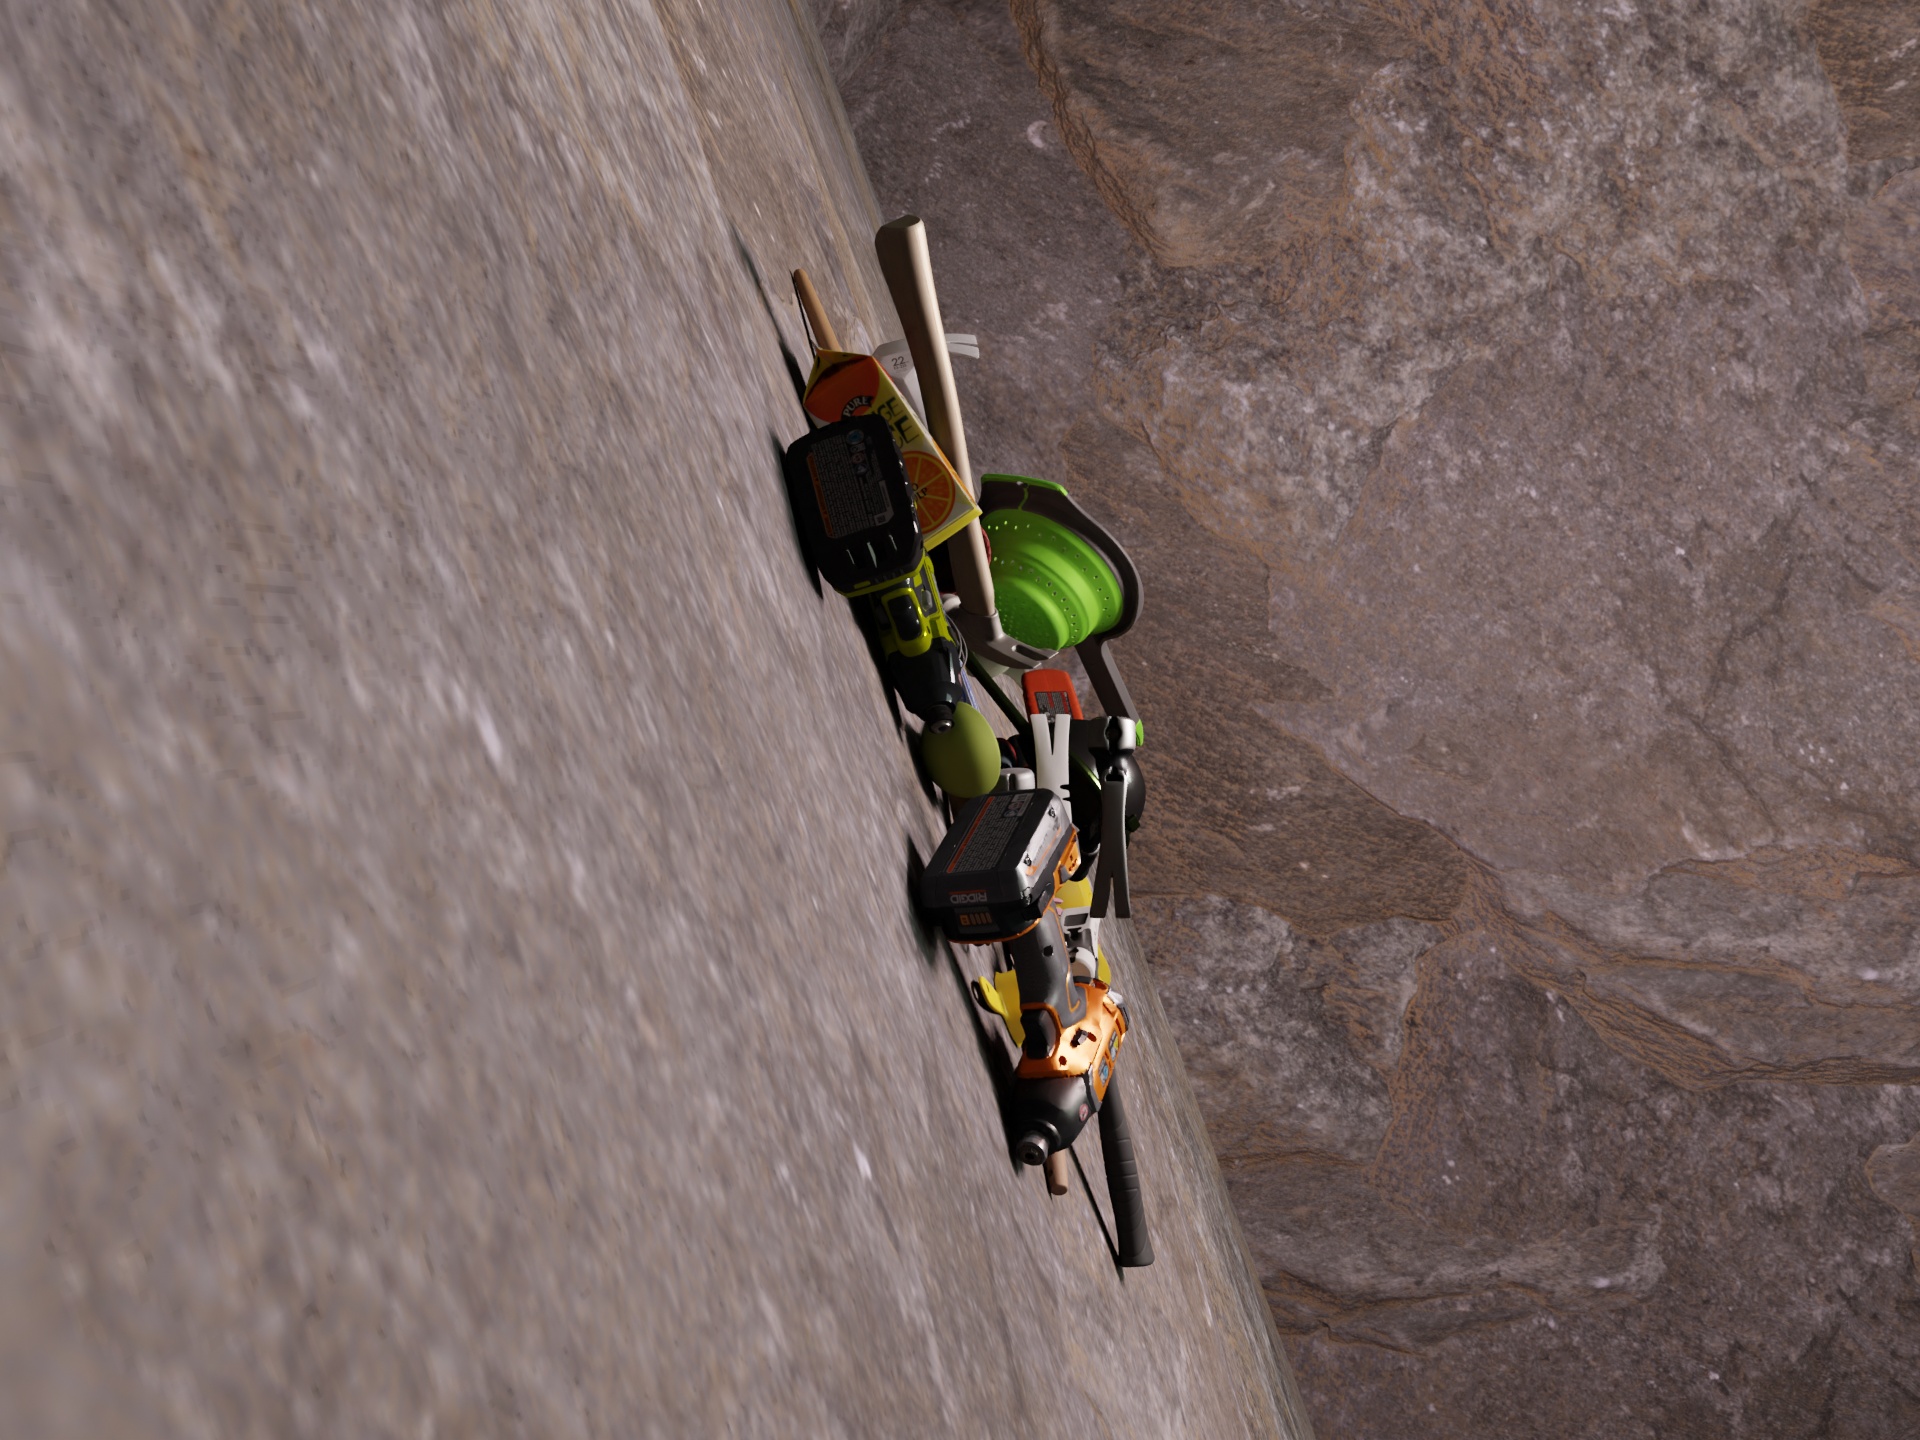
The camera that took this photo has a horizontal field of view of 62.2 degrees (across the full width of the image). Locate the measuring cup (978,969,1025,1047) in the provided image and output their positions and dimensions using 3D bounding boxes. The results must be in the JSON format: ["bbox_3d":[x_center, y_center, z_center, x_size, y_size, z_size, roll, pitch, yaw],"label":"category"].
[{"bbox_3d":[0.040,0.208,1.199,0.156,0.029,0.062,57,15,-70],"label":"measuring cup"}]

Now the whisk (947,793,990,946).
[{"bbox_3d":[0.011,0.094,1.254,0.047,0.051,0.245,60,8,-28],"label":"whisk"}]

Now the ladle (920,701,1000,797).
[{"bbox_3d":[-0.002,-0.004,1.376,0.320,0.062,0.078,-93,173,-77],"label":"ladle"}]

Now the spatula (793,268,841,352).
[{"bbox_3d":[-0.114,-0.296,1.457,0.082,0.044,0.318,55,12,-62],"label":"spatula"}]

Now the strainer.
[{"bbox_3d":[0.095,0.009,1.517,0.256,0.069,0.151,51,-13,8],"label":"strainer"}]

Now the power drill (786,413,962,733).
[{"bbox_3d":[-0.051,-0.103,1.177,0.223,0.080,0.171,66,7,-59],"label":"power drill"}]

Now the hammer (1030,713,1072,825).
[{"bbox_3d":[0.080,0.107,1.489,0.336,0.034,0.127,88,1,-70],"label":"hammer"}]

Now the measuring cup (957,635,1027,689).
[{"bbox_3d":[0.057,-0.051,1.726,0.167,0.083,0.038,44,13,-2],"label":"measuring cup"}]

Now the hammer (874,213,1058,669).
[{"bbox_3d":[-0.003,-0.229,1.375,0.146,0.038,0.410,28,-39,43],"label":"hammer"}]

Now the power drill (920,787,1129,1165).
[{"bbox_3d":[0.048,0.179,1.084,0.164,0.084,0.226,-57,134,-55],"label":"power drill"}]

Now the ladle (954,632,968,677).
[{"bbox_3d":[-0.028,-0.148,1.699,0.069,0.031,0.316,21,50,-63],"label":"ladle"}]

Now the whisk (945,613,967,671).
[{"bbox_3d":[-0.042,-0.116,1.426,0.055,0.055,0.239,63,5,-47],"label":"whisk"}]

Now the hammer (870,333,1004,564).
[{"bbox_3d":[0.002,-0.240,1.671,0.405,0.144,0.035,62,16,-48],"label":"hammer"}]

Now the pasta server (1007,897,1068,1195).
[{"bbox_3d":[0.068,0.251,1.279,0.040,0.060,0.317,22,31,-19],"label":"pasta server"}]

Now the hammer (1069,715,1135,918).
[{"bbox_3d":[0.113,0.106,1.363,0.408,0.036,0.149,89,2,-79],"label":"hammer"}]

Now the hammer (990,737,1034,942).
[{"bbox_3d":[0.043,0.087,1.469,0.386,0.038,0.143,-94,180,-82],"label":"hammer"}]

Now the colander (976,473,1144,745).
[{"bbox_3d":[0.107,-0.080,1.678,0.094,0.205,0.396,-53,137,-25],"label":"colander"}]

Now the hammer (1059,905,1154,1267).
[{"bbox_3d":[0.123,0.312,1.329,0.146,0.035,0.334,-69,150,-70],"label":"hammer"}]
